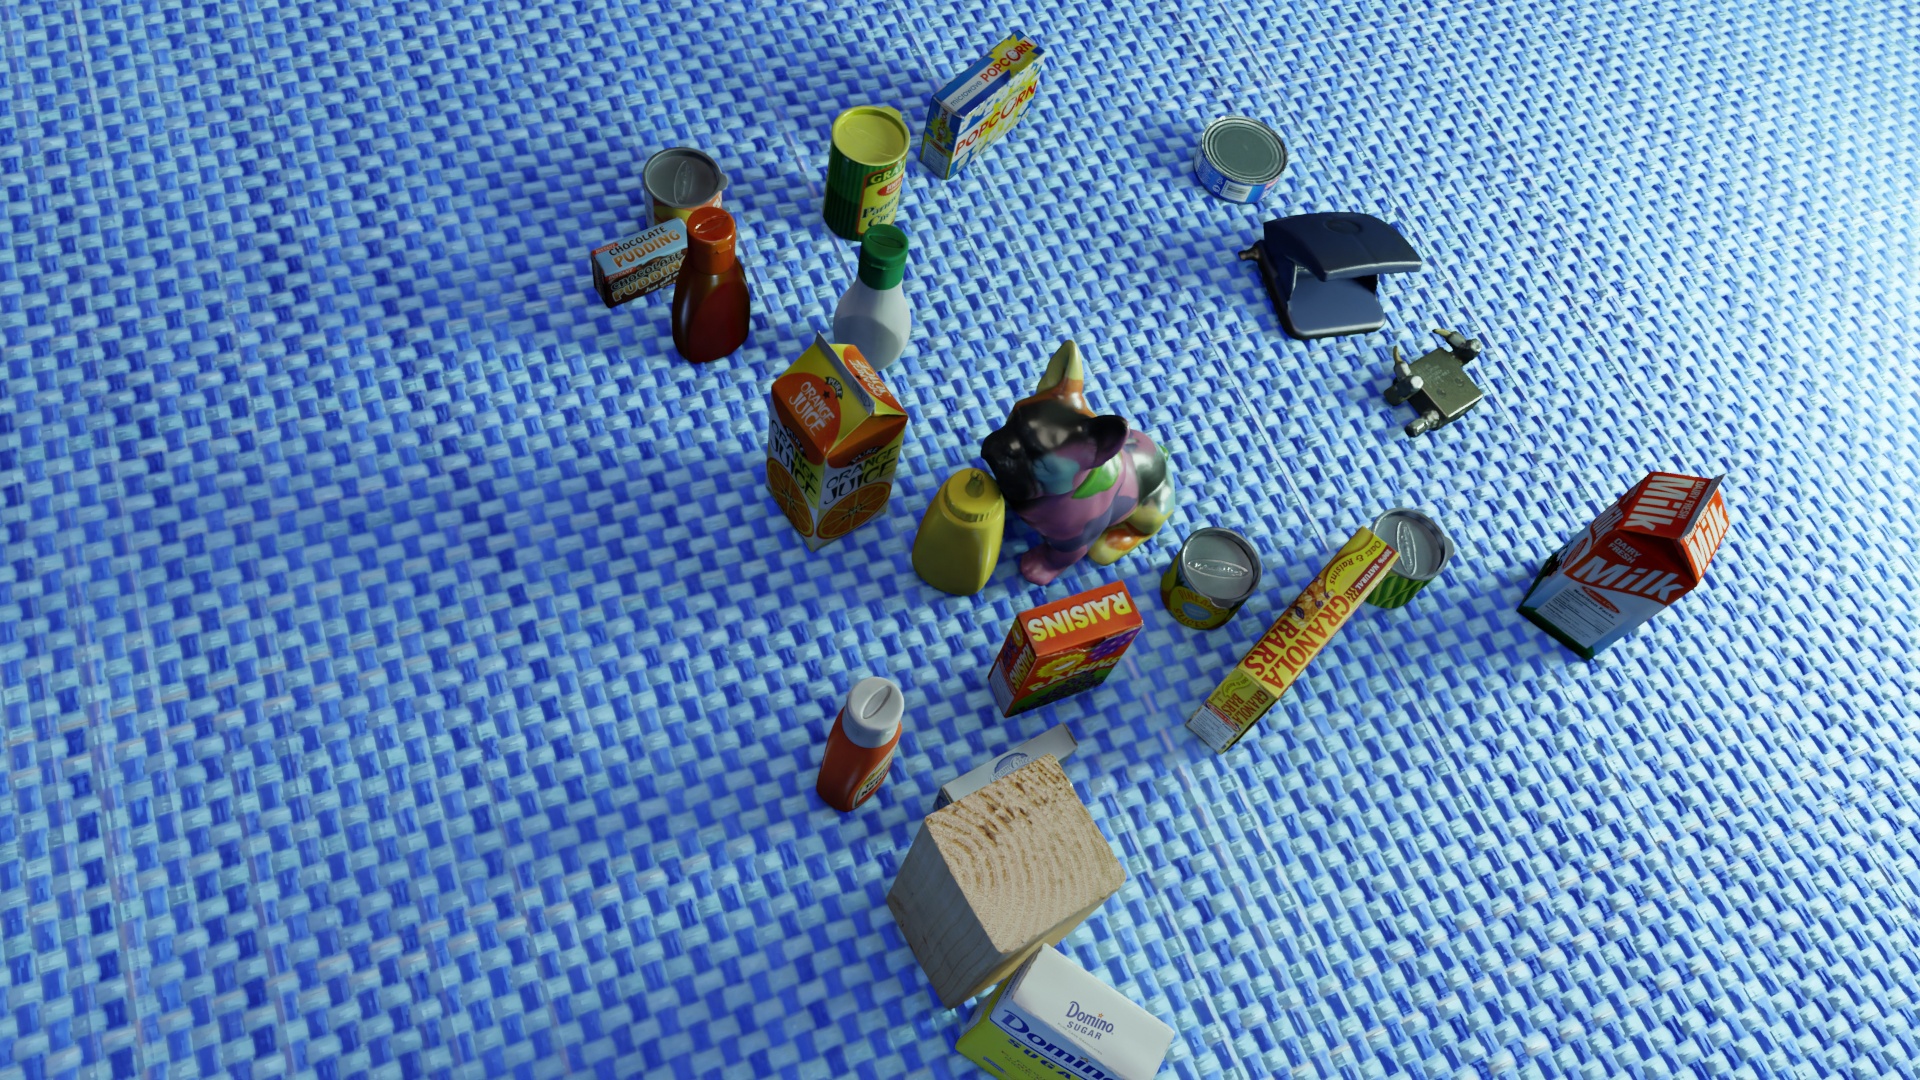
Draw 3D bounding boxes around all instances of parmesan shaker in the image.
[{"bbox_3d":[-0.081,-0.318,1.206,0.071,0.102,0.071,4,62,-8],"label":"parmesan shaker"}]

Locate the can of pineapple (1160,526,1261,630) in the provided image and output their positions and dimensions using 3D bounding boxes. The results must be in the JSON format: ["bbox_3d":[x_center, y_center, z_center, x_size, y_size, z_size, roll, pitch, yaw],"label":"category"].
[{"bbox_3d":[0.196,0.032,1.097,0.071,0.057,0.071,4,62,-8],"label":"can of pineapple"}]

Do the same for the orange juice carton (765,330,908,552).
[{"bbox_3d":[-0.093,-0.075,1.024,0.073,0.191,0.072,-29,71,-22],"label":"orange juice carton"}]

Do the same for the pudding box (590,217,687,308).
[{"bbox_3d":[-0.263,-0.232,1.158,0.084,0.049,0.030,-27,70,-22],"label":"pudding box"}]

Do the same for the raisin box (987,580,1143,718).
[{"bbox_3d":[0.074,0.081,1.012,0.086,0.122,0.040,-16,67,-18],"label":"raisin box"}]

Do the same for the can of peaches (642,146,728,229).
[{"bbox_3d":[-0.235,-0.292,1.190,0.071,0.057,0.071,4,62,-8],"label":"can of peaches"}]

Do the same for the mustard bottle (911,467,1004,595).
[{"bbox_3d":[0.004,-0.013,1.028,0.065,0.159,0.049,23,61,2],"label":"mustard bottle"}]

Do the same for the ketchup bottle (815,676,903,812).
[{"bbox_3d":[-0.066,0.135,0.943,0.043,0.148,0.065,35,62,9],"label":"ketchup bottle"}]

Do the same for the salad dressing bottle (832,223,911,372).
[{"bbox_3d":[-0.068,-0.193,1.117,0.064,0.147,0.044,18,61,-1],"label":"salad dressing bottle"}]

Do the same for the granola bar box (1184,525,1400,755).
[{"bbox_3d":[0.249,0.077,1.045,0.039,0.123,0.166,42,63,12],"label":"granola bar box"}]

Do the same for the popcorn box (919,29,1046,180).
[{"bbox_3d":[0.020,-0.400,1.278,0.038,0.084,0.127,39,63,11],"label":"popcorn box"}]

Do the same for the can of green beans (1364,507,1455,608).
[{"bbox_3d":[0.355,0.015,1.135,0.071,0.057,0.071,4,62,-8],"label":"can of green beans"}]

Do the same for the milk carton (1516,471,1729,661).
[{"bbox_3d":[0.529,0.014,1.091,0.073,0.189,0.072,38,63,10],"label":"milk carton"}]

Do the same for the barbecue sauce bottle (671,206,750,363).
[{"bbox_3d":[-0.197,-0.201,1.097,0.065,0.147,0.044,-30,72,-23],"label":"barbecue sauce bottle"}]

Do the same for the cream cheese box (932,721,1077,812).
[{"bbox_3d":[0.032,0.170,0.997,0.104,0.053,0.024,-25,70,-21],"label":"cream cheese box"}]
